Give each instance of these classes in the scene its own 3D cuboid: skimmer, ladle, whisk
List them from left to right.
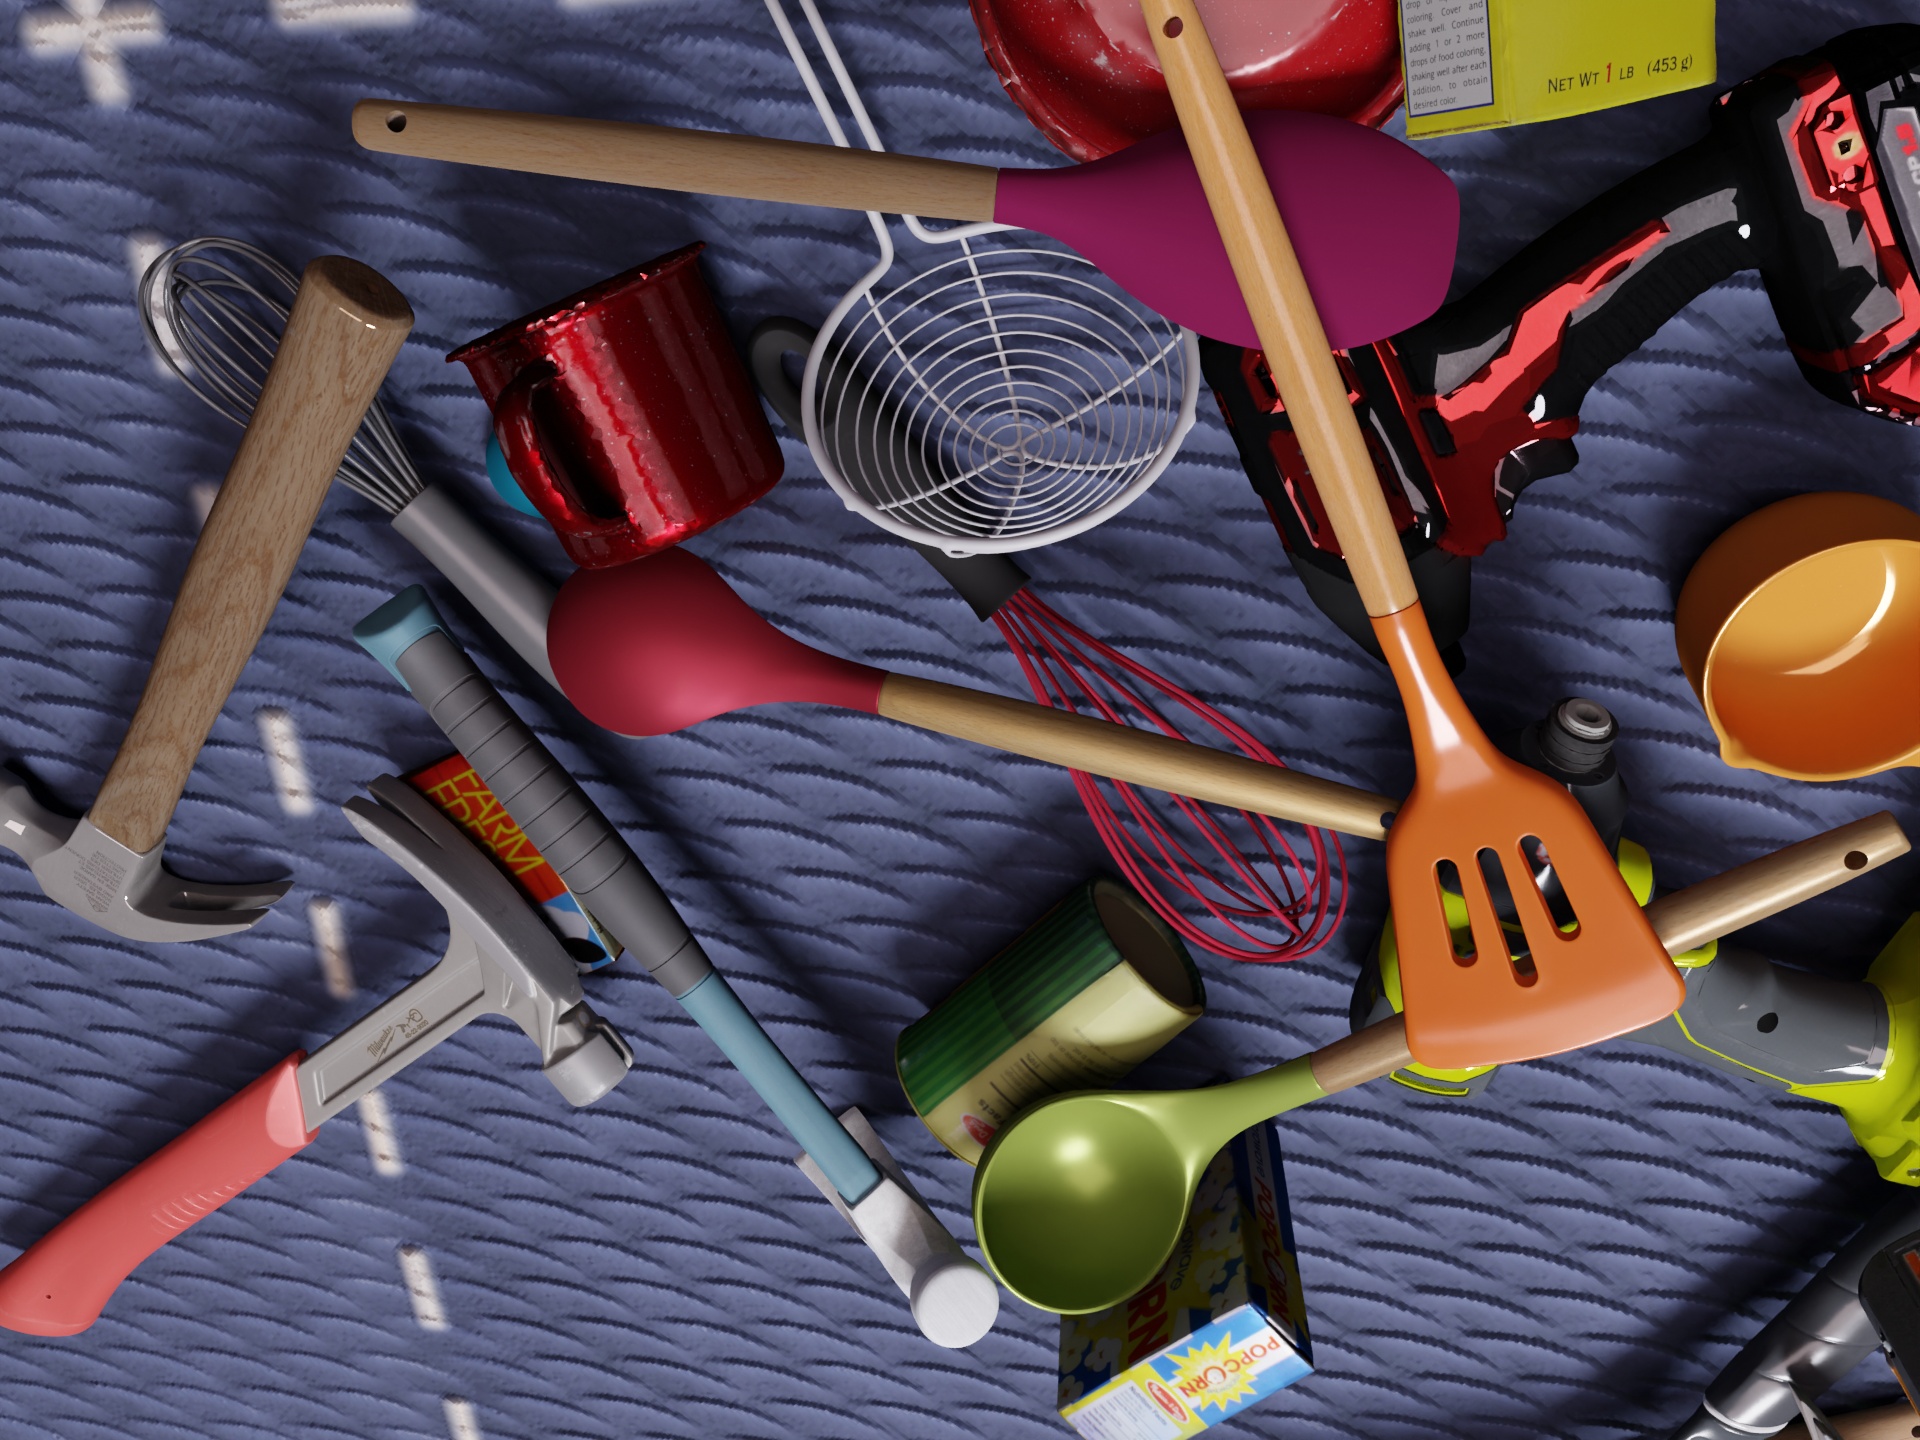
[{"bbox_3d":[-0.196,-0.080,0.580,0.055,0.055,0.238,-39,105,19],"label":"whisk"},{"bbox_3d":[-0.047,-0.221,0.478,0.127,0.090,0.363,-28,103,-3],"label":"skimmer"},{"bbox_3d":[-0.001,-0.002,0.531,0.315,0.031,0.069,14,91,12],"label":"ladle"},{"bbox_3d":[0.029,-0.027,0.558,0.073,0.073,0.296,-41,93,20],"label":"whisk"},{"bbox_3d":[0.137,0.109,0.504,0.320,0.062,0.078,-31,102,27],"label":"ladle"}]

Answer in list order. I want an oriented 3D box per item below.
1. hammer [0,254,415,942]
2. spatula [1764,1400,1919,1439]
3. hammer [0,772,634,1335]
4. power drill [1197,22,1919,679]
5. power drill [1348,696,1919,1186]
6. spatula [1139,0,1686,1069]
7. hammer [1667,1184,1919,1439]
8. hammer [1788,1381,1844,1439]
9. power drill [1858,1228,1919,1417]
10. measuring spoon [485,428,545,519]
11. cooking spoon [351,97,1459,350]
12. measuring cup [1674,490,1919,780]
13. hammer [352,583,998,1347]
[{"bbox_3d":[-0.274,-0.028,0.583,0.130,0.031,0.331,36,123,-9],"label":"hammer"},{"bbox_3d":[0.251,0.338,0.663,0.317,0.044,0.082,-23,101,15],"label":"spatula"},{"bbox_3d":[-0.308,0.169,0.675,0.359,0.037,0.149,-34,102,22],"label":"hammer"},{"bbox_3d":[0.199,-0.104,0.494,0.219,0.078,0.143,-23,104,19],"label":"power drill"},{"bbox_3d":[0.260,0.076,0.527,0.223,0.080,0.171,12,134,4],"label":"power drill"},{"bbox_3d":[0.115,-0.052,0.450,0.081,0.041,0.322,-19,103,22],"label":"spatula"},{"bbox_3d":[0.286,0.277,0.617,0.149,0.036,0.409,36,104,-4],"label":"hammer"},{"bbox_3d":[0.168,0.374,0.614,0.386,0.038,0.143,-21,99,10],"label":"hammer"},{"bbox_3d":[0.399,0.278,0.513,0.084,0.186,0.226,-35,120,21],"label":"power drill"},{"bbox_3d":[-0.132,-0.057,0.587,0.042,0.021,0.128,-29,102,17],"label":"measuring spoon"},{"bbox_3d":[-0.015,-0.154,0.457,0.319,0.017,0.069,7,95,0],"label":"cooking spoon"},{"bbox_3d":[0.312,-0.009,0.525,0.173,0.052,0.095,32,120,-17],"label":"measuring cup"},{"bbox_3d":[-0.107,0.086,0.589,0.033,0.128,0.331,-39,97,-12],"label":"hammer"}]
